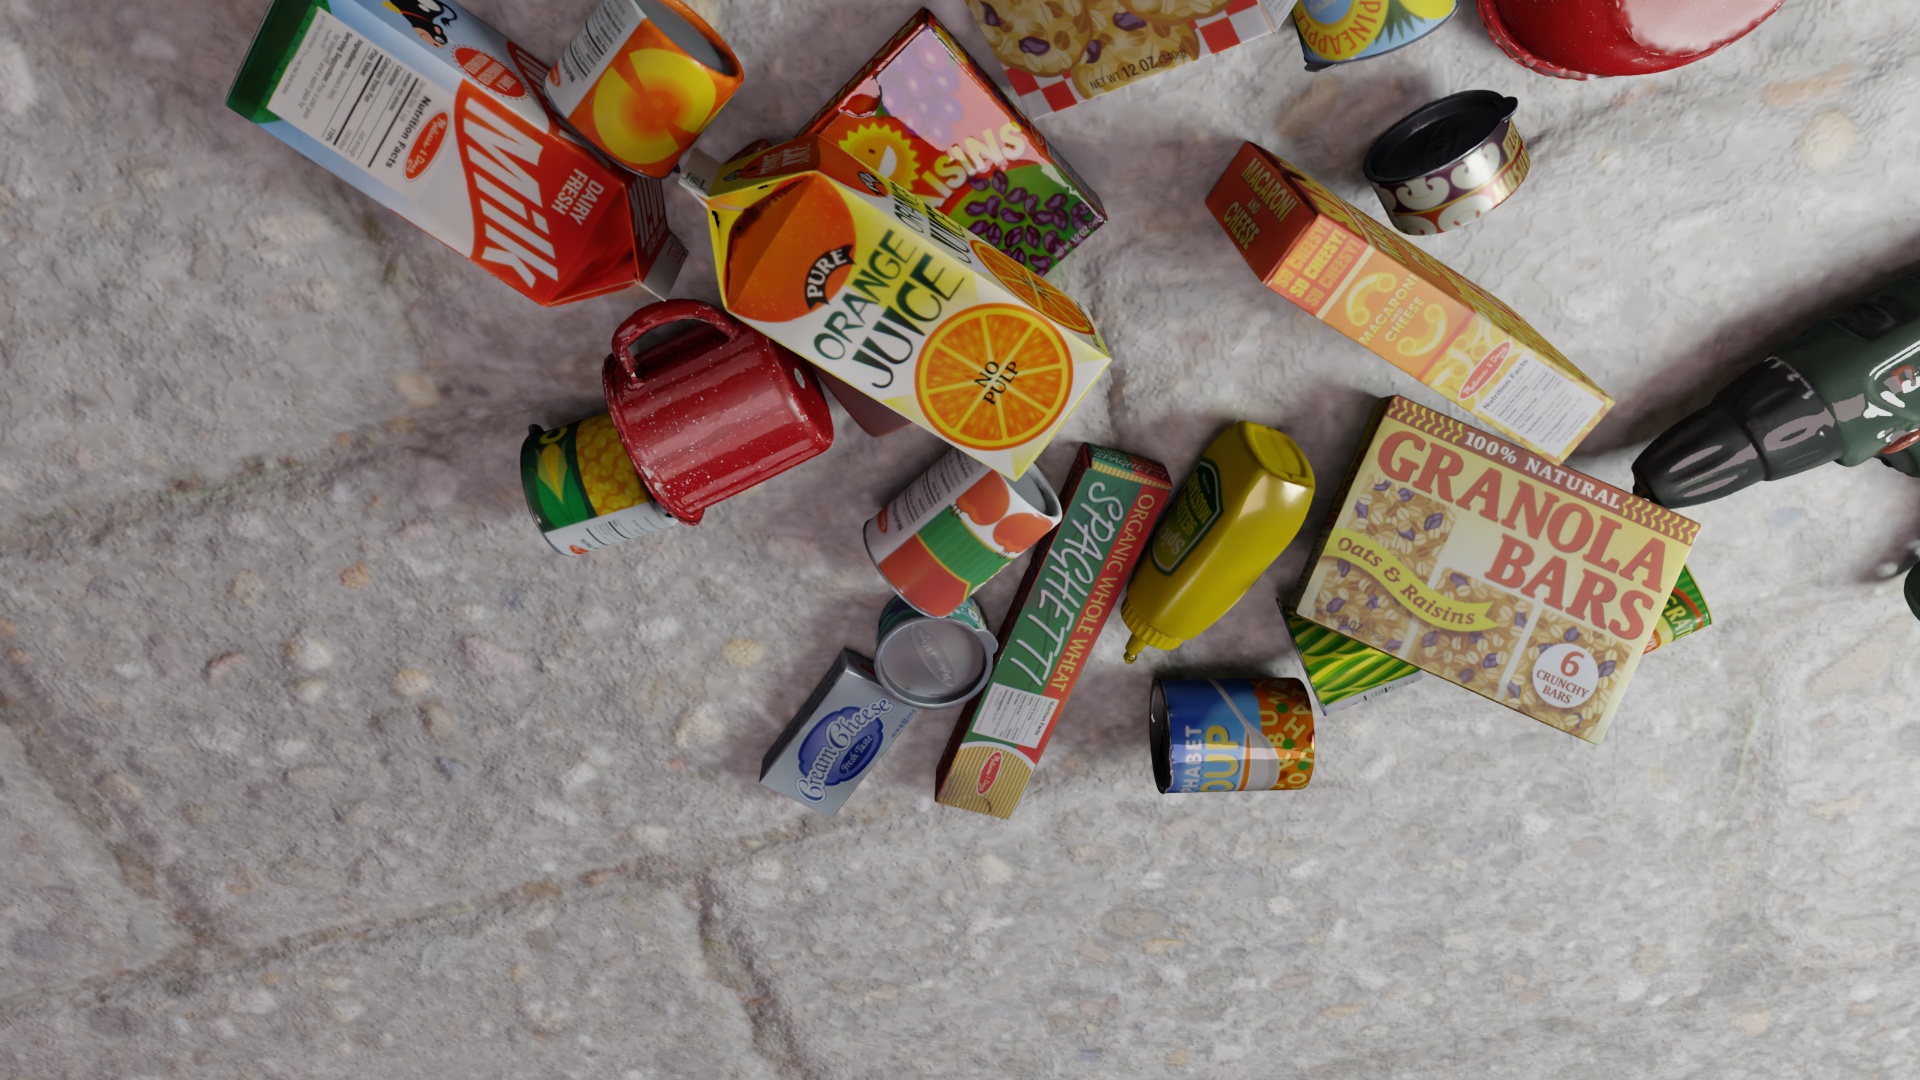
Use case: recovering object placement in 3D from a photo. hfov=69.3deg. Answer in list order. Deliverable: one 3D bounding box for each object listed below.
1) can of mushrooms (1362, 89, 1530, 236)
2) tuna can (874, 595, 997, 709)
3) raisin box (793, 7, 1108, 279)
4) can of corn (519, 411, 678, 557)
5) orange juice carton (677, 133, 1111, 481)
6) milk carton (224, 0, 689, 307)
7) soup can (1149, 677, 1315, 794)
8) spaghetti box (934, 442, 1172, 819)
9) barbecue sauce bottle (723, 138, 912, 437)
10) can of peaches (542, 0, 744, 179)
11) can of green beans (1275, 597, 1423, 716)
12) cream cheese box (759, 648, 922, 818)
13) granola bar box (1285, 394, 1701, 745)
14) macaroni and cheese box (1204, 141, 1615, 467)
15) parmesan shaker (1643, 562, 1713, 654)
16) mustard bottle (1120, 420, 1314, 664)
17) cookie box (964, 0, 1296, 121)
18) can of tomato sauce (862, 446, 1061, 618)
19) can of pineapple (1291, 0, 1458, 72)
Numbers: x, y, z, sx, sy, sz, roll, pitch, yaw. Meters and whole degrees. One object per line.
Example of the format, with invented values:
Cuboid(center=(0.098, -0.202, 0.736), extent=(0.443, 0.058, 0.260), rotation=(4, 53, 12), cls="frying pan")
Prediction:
Cuboid(center=(0.223, -0.172, 0.630), extent=(0.071, 0.071, 0.033), rotation=(-30, 119, 16), cls="can of mushrooms")
Cuboid(center=(-0.013, 0.059, 0.786), extent=(0.071, 0.033, 0.070), rotation=(-1, 122, -1), cls="tuna can")
Cuboid(center=(-0.005, -0.168, 0.643), extent=(0.086, 0.040, 0.123), rotation=(-38, 114, 21), cls="raisin box")
Cuboid(center=(-0.182, -0.033, 0.706), extent=(0.058, 0.071, 0.071), rotation=(-16, 121, 8), cls="can of corn")
Cuboid(center=(-0.035, -0.112, 0.608), extent=(0.192, 0.072, 0.072), rotation=(29, 112, -19), cls="orange juice carton")
Cuboid(center=(-0.207, -0.172, 0.615), extent=(0.190, 0.073, 0.073), rotation=(33, 115, -19), cls="milk carton")
Cuboid(center=(0.156, 0.114, 0.802), extent=(0.084, 0.072, 0.071), rotation=(-1, 122, -1), cls="soup can")
Cuboid(center=(0.048, 0.057, 0.789), extent=(0.050, 0.029, 0.248), rotation=(16, 120, -11), cls="spaghetti box")
Cuboid(center=(-0.062, -0.122, 0.667), extent=(0.065, 0.044, 0.148), rotation=(-31, 117, 15), cls="barbecue sauce bottle")
Cuboid(center=(-0.135, -0.200, 0.605), extent=(0.071, 0.071, 0.058), rotation=(36, 114, -21), cls="can of peaches")
Cuboid(center=(0.217, 0.057, 0.771), extent=(0.058, 0.071, 0.071), rotation=(-23, 120, 11), cls="can of green beans")
Cuboid(center=(-0.072, 0.115, 0.824), extent=(0.053, 0.024, 0.103), rotation=(29, 116, -16), cls="cream cheese box")
Cuboid(center=(0.269, 0.014, 0.712), extent=(0.165, 0.039, 0.124), rotation=(24, 92, 2), cls="granola bar box")
Cuboid(center=(0.200, -0.112, 0.634), extent=(0.166, 0.124, 0.040), rotation=(27, 114, -17), cls="macaroni and cheese box")
Cuboid(center=(0.347, 0.041, 0.767), extent=(0.103, 0.071, 0.071), rotation=(-29, 118, 16), cls="parmesan shaker")
Cuboid(center=(0.126, 0.012, 0.744), extent=(0.049, 0.065, 0.159), rotation=(19, 123, -19), cls="mustard bottle")
Cuboid(center=(0.042, -0.263, 0.551), extent=(0.123, 0.040, 0.167), rotation=(-7, 129, 42), cls="cookie box")
Cuboid(center=(0.003, -0.009, 0.725), extent=(0.083, 0.071, 0.071), rotation=(-40, 115, 20), cls="can of tomato sauce")
Cuboid(center=(0.169, -0.241, 0.586), extent=(0.071, 0.071, 0.057), rotation=(-21, 119, 11), cls="can of pineapple")
